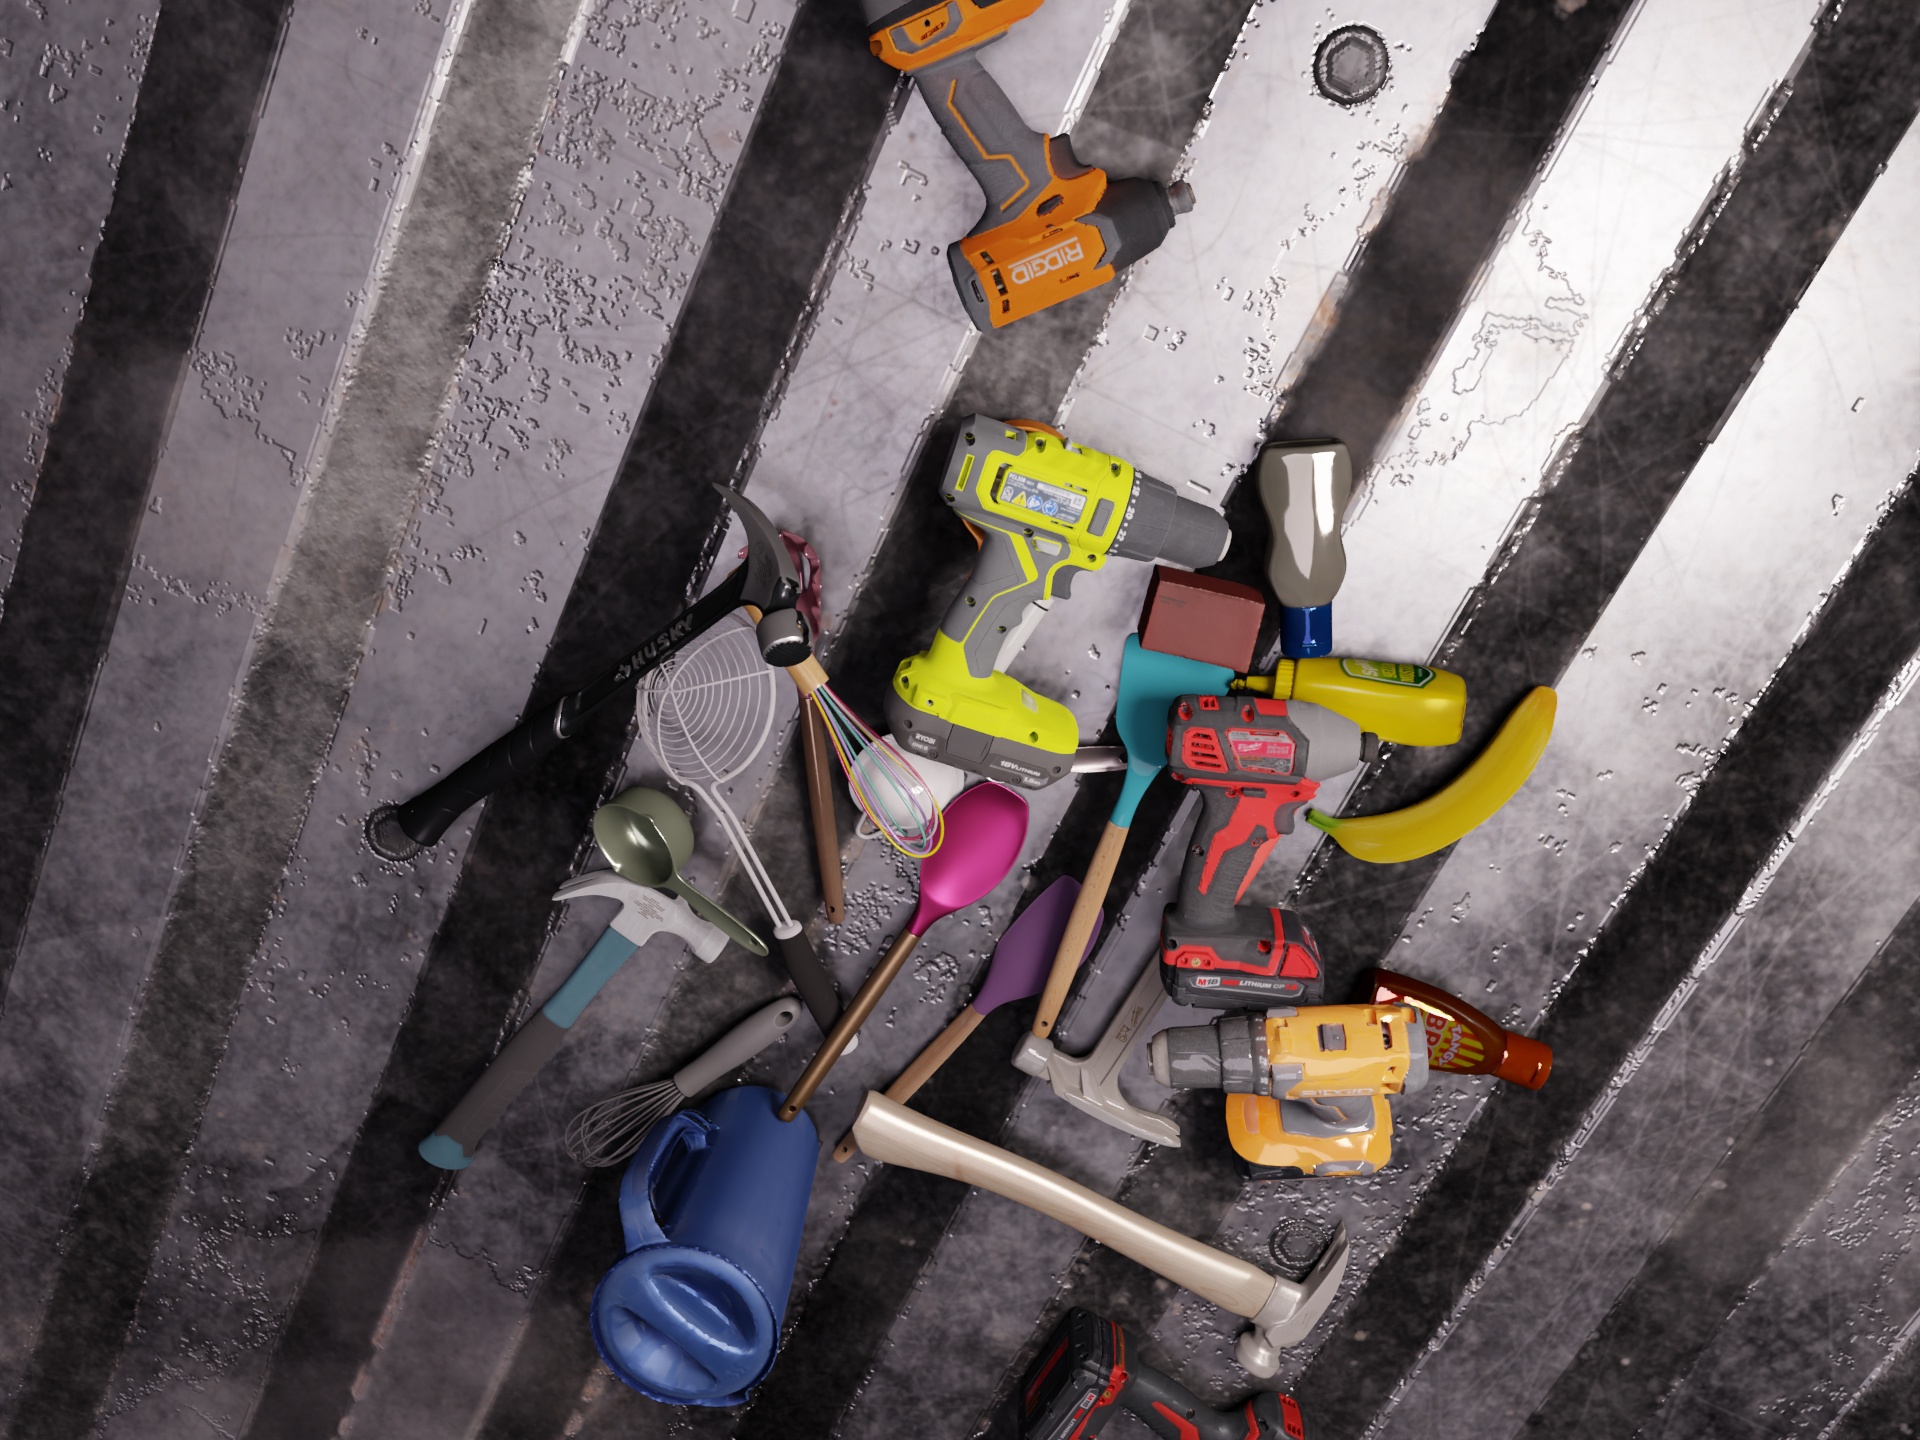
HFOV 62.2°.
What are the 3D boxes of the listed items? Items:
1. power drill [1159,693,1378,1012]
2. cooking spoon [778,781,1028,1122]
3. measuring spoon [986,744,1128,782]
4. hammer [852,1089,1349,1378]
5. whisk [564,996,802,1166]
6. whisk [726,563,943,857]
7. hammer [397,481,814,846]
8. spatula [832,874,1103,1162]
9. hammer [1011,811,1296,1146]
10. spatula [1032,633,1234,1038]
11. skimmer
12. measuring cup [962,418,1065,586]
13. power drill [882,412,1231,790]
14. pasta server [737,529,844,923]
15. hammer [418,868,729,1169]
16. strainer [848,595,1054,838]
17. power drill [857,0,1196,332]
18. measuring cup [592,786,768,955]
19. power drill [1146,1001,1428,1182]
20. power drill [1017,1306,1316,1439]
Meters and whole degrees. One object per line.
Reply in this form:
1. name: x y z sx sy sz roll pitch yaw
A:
1. power drill: 0.210 0.089 1.110 0.143 0.079 0.219 3 109 4
2. cooking spoon: -0.051 0.182 1.219 0.068 0.017 0.319 32 100 -14
3. measuring spoon: 0.074 0.027 1.179 0.124 0.018 0.034 -1 111 -1
4. hammer: 0.108 0.387 1.271 0.410 0.038 0.146 26 107 -6
5. whisk: -0.223 0.289 1.278 0.239 0.055 0.055 -36 102 11
6. whisk: -0.088 -0.007 1.127 0.047 0.051 0.245 -35 94 -9
7. hammer: -0.272 -0.017 1.143 0.409 0.036 0.149 -32 59 26
8. spatula: 0.000 0.245 1.252 0.060 0.018 0.316 45 108 10
9. hammer: 0.185 0.157 1.198 0.149 0.037 0.359 28 109 -4
10. spatula: 0.110 0.095 1.176 0.082 0.044 0.317 19 108 -1
11. skimmer: -0.141 0.093 1.206 0.127 0.090 0.363 -5 121 32
12. measuring cup: 0.026 -0.128 1.112 0.095 0.052 0.173 22 113 -3
13. power drill: 0.058 -0.074 1.065 0.190 0.080 0.228 18 114 -7
14. pasta server: -0.113 0.010 1.177 0.060 0.040 0.316 2 110 20
15. hammer: -0.331 0.248 1.278 0.128 0.033 0.331 39 108 -8
16. strainer: -0.002 -0.004 1.162 0.086 0.050 0.258 29 106 -21
17. power drill: 0.044 -0.382 1.012 0.164 0.084 0.226 -20 110 11
18. measuring cup: -0.202 0.114 1.200 0.167 0.038 0.083 40 134 1
19. power drill: 0.230 0.266 1.143 0.185 0.084 0.226 -4 149 7
20. power drill: 0.160 0.612 1.332 0.226 0.080 0.188 27 109 -7
